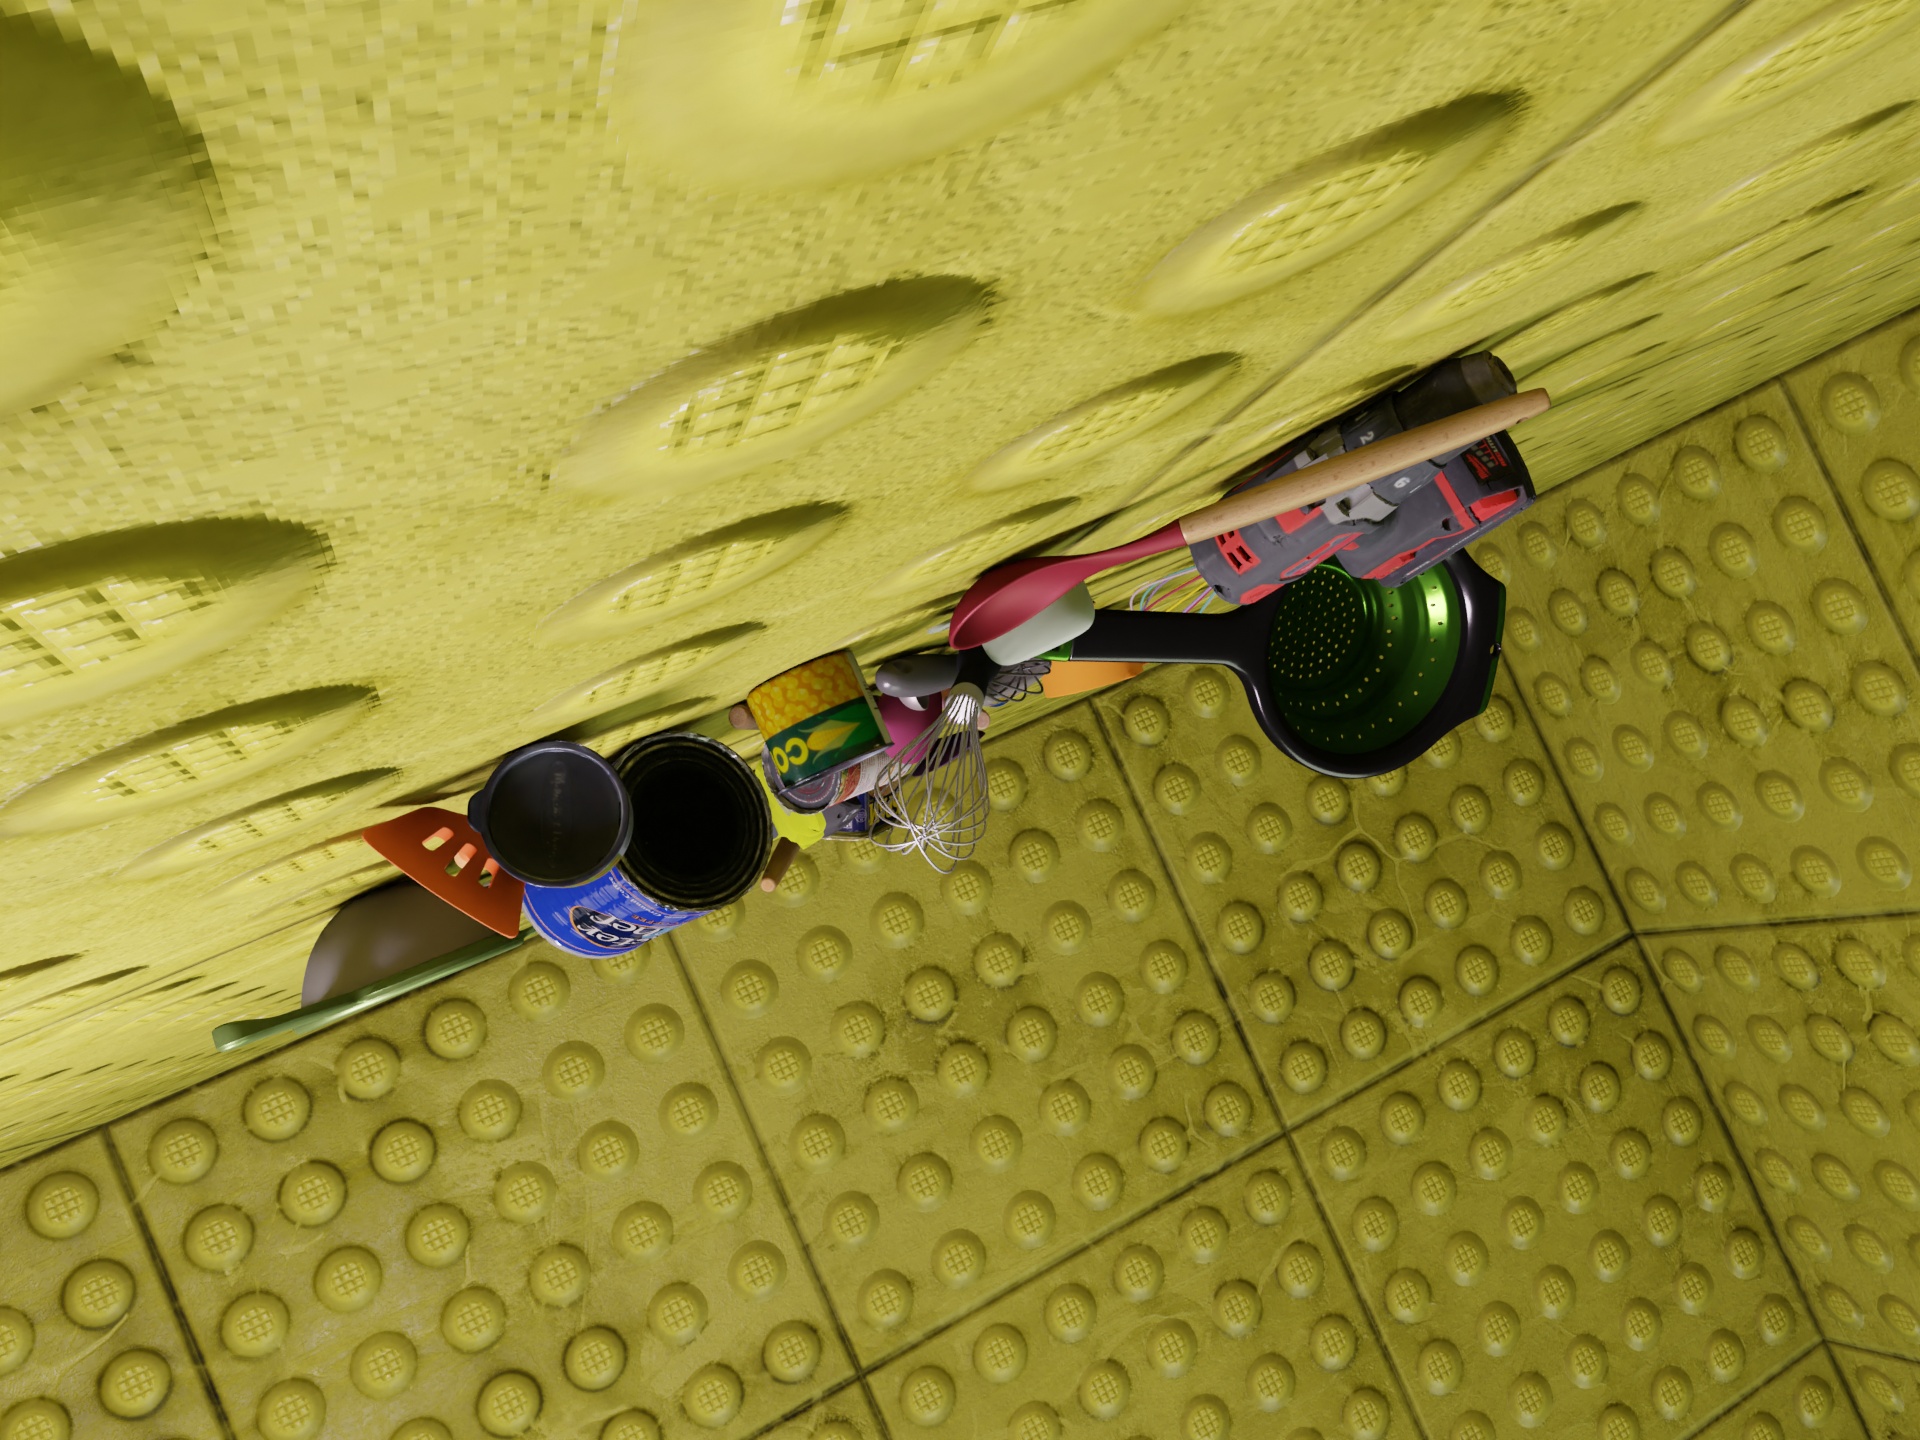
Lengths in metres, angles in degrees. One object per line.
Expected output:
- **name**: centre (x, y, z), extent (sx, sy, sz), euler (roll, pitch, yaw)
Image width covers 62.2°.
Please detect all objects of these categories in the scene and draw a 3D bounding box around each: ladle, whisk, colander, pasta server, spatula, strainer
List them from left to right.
- **strainer**: centre (-0.377, 0.145, 0.978), extent (0.151, 0.069, 0.256), euler (-22, 177, 12)
- **spatula**: centre (-0.268, 0.077, 0.852), extent (0.041, 0.081, 0.322), euler (-56, -169, -15)
- **spatula**: centre (-0.027, 0.022, 1.287), extent (0.060, 0.018, 0.316), euler (-35, -174, -6)
- **whisk**: centre (-0.003, 0.002, 0.952), extent (0.070, 0.070, 0.285), euler (-25, -161, 19)
- **pasta server**: centre (-0.002, -0.004, 1.238), extent (0.060, 0.040, 0.316), euler (-8, -175, -6)
- **whisk**: centre (0.003, -0.033, 1.103), extent (0.055, 0.055, 0.239), euler (-26, 173, 25)
- **whisk**: centre (0.205, -0.117, 1.254), extent (0.047, 0.051, 0.245), euler (-16, 170, -32)
- **ladle**: centre (0.136, -0.103, 0.796), extent (0.315, 0.031, 0.069), euler (-20, 169, 14)
- **colander**: centre (0.213, -0.066, 1.182), extent (0.397, 0.204, 0.095), euler (1, -167, -21)

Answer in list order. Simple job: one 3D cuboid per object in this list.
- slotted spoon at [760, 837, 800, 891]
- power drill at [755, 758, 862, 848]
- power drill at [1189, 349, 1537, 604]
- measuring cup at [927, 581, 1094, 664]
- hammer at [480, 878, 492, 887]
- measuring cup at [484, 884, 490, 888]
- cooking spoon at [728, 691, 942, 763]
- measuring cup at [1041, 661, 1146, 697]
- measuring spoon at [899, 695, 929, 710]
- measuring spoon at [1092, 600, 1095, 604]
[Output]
- **slotted spoon**: centre (-0.141, 0.088, 1.416), extent (0.070, 0.031, 0.314), euler (-29, -168, 12)
- **power drill**: centre (-0.191, 0.096, 1.211), extent (0.223, 0.080, 0.171), euler (-31, 177, -14)
- **power drill**: centre (0.250, -0.139, 0.898), extent (0.188, 0.080, 0.226), euler (-35, 167, 34)
- **measuring cup**: centre (0.028, -0.053, 0.956), extent (0.083, 0.038, 0.167), euler (-26, 179, 29)
- **hammer**: centre (-0.275, 0.103, 1.354), extent (0.335, 0.035, 0.146), euler (-24, 180, -35)
- **measuring cup**: centre (-0.317, 0.105, 1.193), extent (0.062, 0.029, 0.156), euler (-27, 172, 40)
- **cooking spoon**: centre (-0.070, -0.002, 1.044), extent (0.017, 0.069, 0.318), euler (6, -178, 21)
- **measuring cup**: centre (0.139, -0.068, 1.396), extent (0.173, 0.052, 0.095), euler (-23, -172, -40)
- **measuring spoon**: centre (-0.025, -0.028, 1.132), extent (0.018, 0.034, 0.124), euler (-14, -176, 14)
- **measuring spoon**: centre (0.052, -0.068, 1.227), extent (0.117, 0.011, 0.021), euler (-27, 166, -6)
